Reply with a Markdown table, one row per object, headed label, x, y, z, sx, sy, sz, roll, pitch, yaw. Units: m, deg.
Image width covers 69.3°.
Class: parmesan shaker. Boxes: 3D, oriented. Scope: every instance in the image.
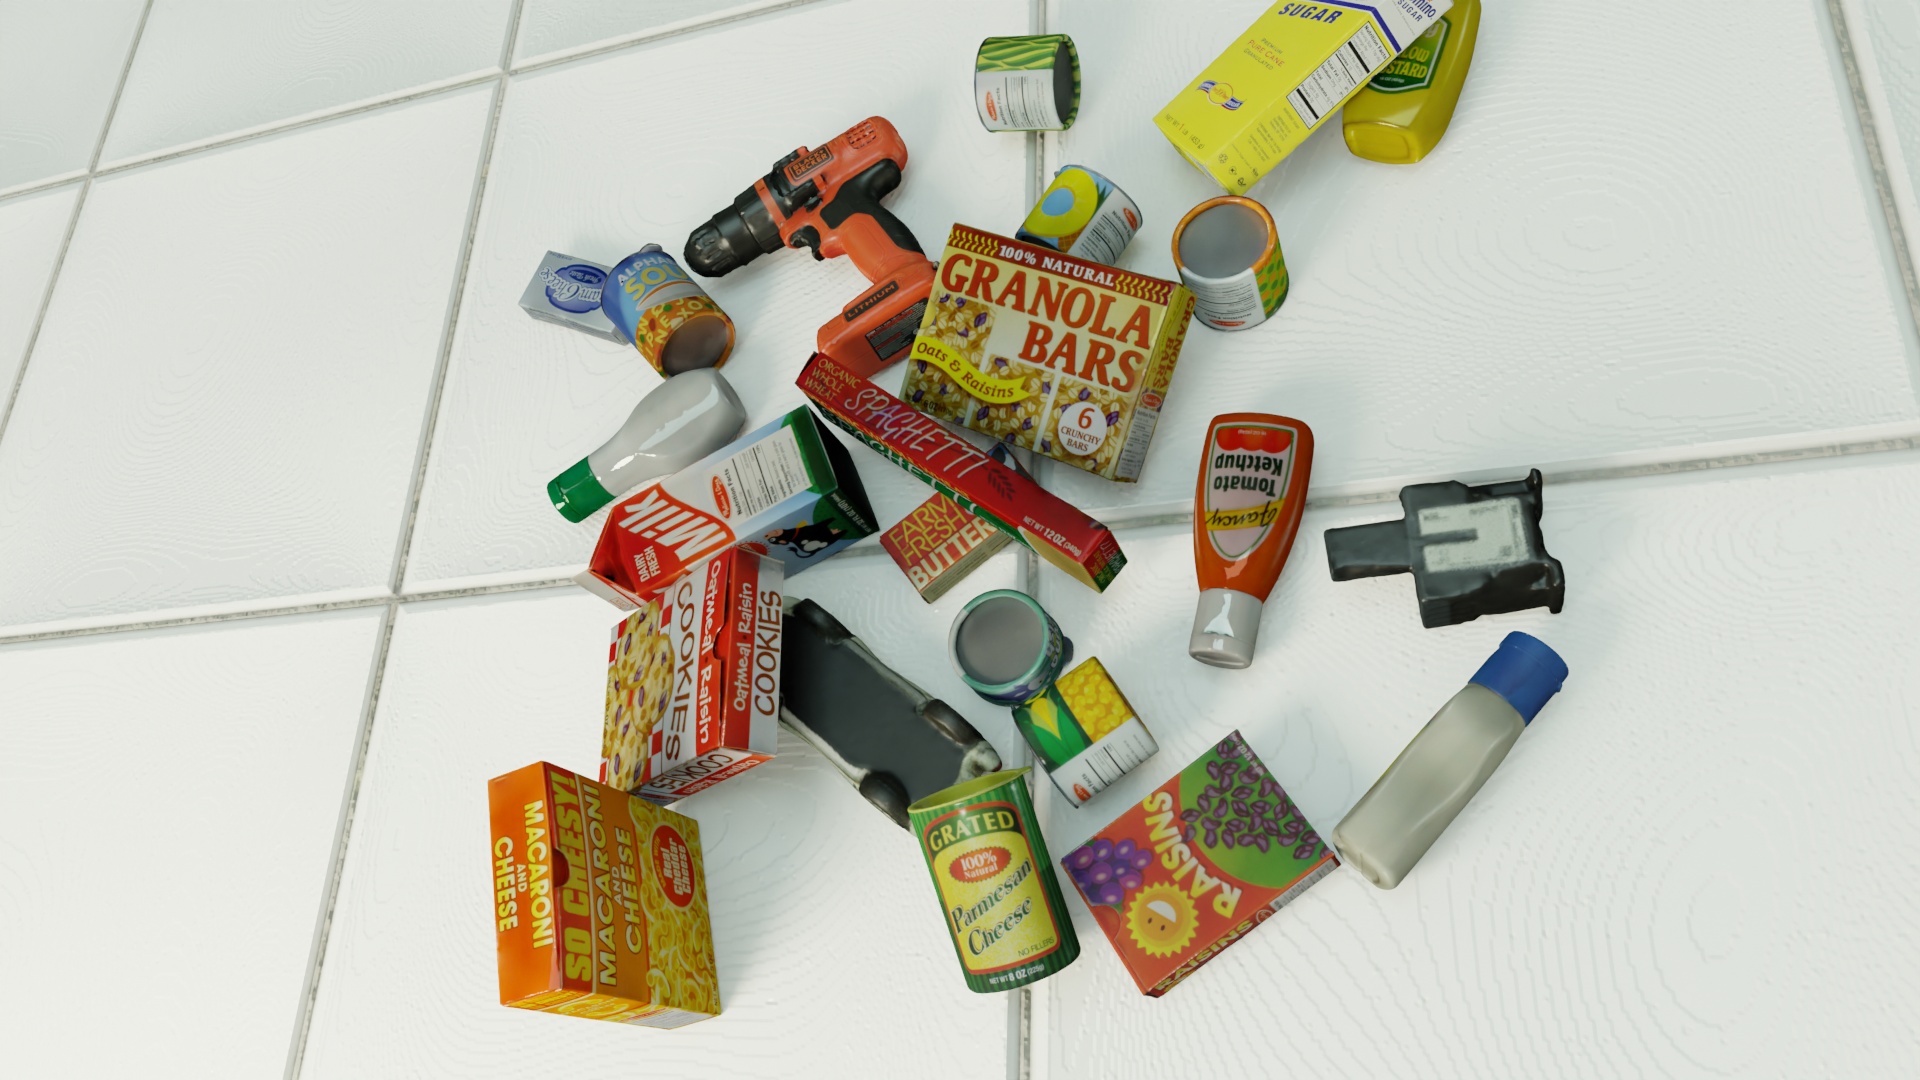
| label | x | y | z | sx | sy | sz | roll | pitch | yaw |
| --- | --- | --- | --- | --- | --- | --- | --- | --- | --- |
| parmesan shaker | 0.021 | 0.182 | 0.752 | 0.071 | 0.071 | 0.103 | -20 | 87 | 12 |

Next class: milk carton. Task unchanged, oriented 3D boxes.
| label | x | y | z | sx | sy | sz | roll | pitch | yaw |
| --- | --- | --- | --- | --- | --- | --- | --- | --- | --- |
| milk carton | -0.160 | -0.005 | 0.922 | 0.190 | 0.072 | 0.074 | -27 | 61 | 7 |

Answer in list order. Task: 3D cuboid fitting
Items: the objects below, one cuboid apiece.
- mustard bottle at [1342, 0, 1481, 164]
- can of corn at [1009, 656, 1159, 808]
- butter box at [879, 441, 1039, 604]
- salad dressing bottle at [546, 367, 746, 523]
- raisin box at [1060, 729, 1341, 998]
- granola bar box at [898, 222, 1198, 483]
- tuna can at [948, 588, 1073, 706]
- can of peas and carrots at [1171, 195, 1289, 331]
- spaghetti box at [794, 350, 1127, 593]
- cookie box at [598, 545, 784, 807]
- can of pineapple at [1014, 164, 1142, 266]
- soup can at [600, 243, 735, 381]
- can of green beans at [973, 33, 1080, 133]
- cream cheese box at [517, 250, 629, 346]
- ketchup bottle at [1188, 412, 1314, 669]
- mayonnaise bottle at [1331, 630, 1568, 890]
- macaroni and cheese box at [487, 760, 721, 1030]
| label | x | y | z | sx | sy | sz | roll | pitch | yaw |
| --- | --- | --- | --- | --- | --- | --- | --- | --- | --- |
| mustard bottle | 0.299 | -0.320 | 0.896 | 0.065 | 0.048 | 0.160 | 17 | 75 | 32 |
| can of corn | 0.070 | 0.106 | 0.787 | 0.058 | 0.071 | 0.071 | -35 | 60 | 3 |
| butter box | 0.003 | -0.011 | 0.888 | 0.103 | 0.024 | 0.053 | -38 | 59 | 2 |
| salad dressing bottle | -0.225 | -0.066 | 0.990 | 0.147 | 0.044 | 0.064 | -32 | 69 | 7 |
| raisin box | 0.128 | 0.175 | 0.749 | 0.123 | 0.040 | 0.086 | -37 | 61 | 3 |
| granola bar box | 0.051 | -0.120 | 0.873 | 0.166 | 0.039 | 0.124 | 22 | 98 | 29 |
| tuna can | 0.030 | 0.064 | 0.840 | 0.071 | 0.032 | 0.071 | -8 | 65 | 18 |
| can of peas and carrots | 0.171 | -0.177 | 0.878 | 0.071 | 0.058 | 0.071 | -8 | 65 | 17 |
| spaghetti box | -0.005 | -0.046 | 0.863 | 0.250 | 0.050 | 0.029 | 33 | 81 | 30 |
| cookie box | -0.168 | 0.090 | 0.853 | 0.167 | 0.040 | 0.123 | -29 | 54 | 46 |
| can of pineapple | 0.077 | -0.206 | 0.923 | 0.071 | 0.071 | 0.058 | 31 | 82 | 29 |
| soup can | -0.213 | -0.165 | 1.013 | 0.071 | 0.071 | 0.084 | -44 | 60 | -1 |
| can of green beans | 0.048 | -0.324 | 0.986 | 0.058 | 0.071 | 0.071 | 5 | 70 | 23 |
| cream cheese box | -0.291 | -0.189 | 1.081 | 0.104 | 0.024 | 0.053 | 18 | 77 | 27 |
| ketchup bottle | 0.164 | 0.000 | 0.811 | 0.065 | 0.043 | 0.149 | 6 | 70 | 23 |
| mayonnaise bottle | 0.253 | 0.112 | 0.718 | 0.041 | 0.064 | 0.148 | 39 | 81 | 27 |
| macaroni and cheese box | -0.198 | 0.205 | 0.788 | 0.040 | 0.166 | 0.124 | -20 | 62 | 12 |
